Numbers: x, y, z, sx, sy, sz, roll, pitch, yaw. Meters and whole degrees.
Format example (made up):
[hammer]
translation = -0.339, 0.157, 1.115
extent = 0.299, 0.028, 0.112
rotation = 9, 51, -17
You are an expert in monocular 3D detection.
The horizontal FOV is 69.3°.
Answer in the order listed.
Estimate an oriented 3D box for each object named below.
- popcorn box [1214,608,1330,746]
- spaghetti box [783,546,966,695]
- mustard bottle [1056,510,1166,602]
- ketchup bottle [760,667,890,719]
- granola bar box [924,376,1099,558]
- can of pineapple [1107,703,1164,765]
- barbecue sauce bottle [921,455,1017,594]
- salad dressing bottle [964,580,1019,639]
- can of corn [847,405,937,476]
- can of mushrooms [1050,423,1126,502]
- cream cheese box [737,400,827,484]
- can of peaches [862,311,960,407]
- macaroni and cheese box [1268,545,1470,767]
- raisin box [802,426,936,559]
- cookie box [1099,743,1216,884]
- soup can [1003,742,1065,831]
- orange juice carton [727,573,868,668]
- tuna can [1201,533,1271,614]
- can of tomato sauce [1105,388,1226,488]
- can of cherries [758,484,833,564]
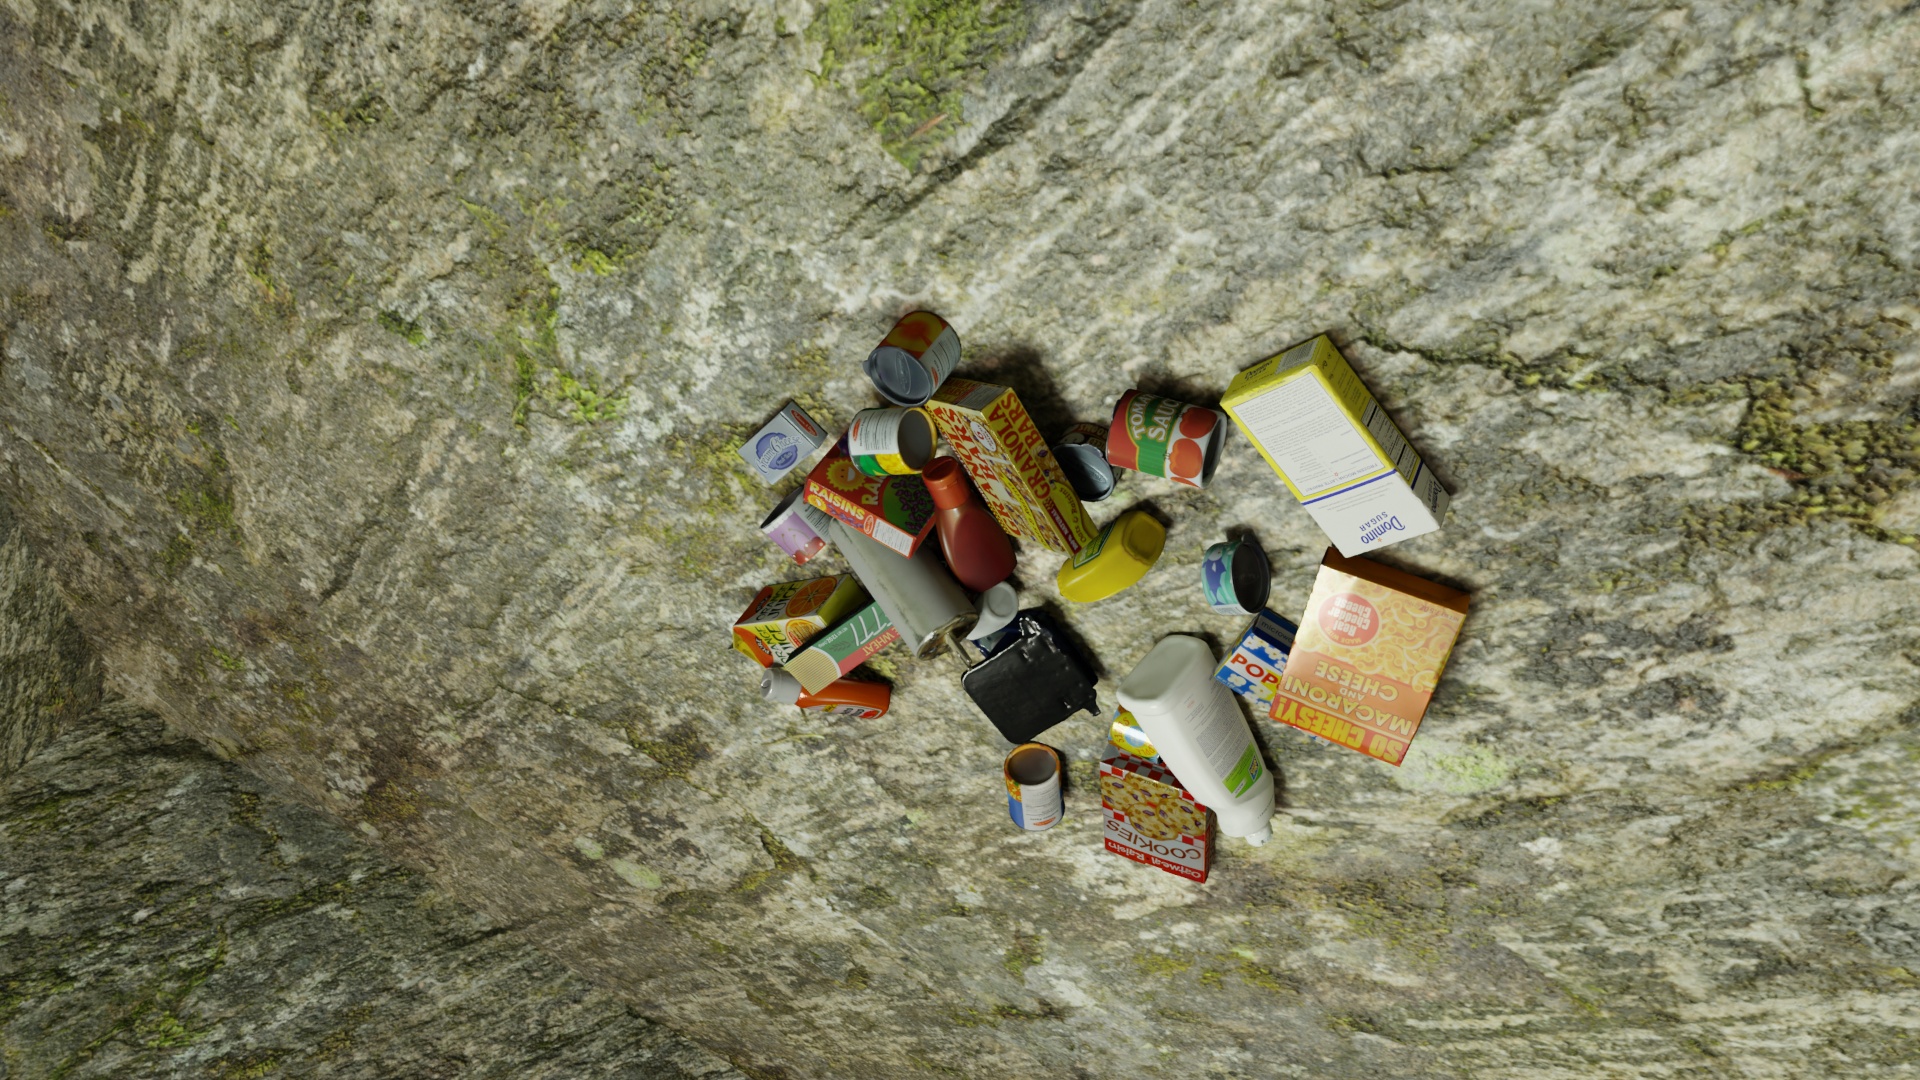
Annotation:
[popcorn box]
translation = 0.312, 0.127, 1.293
extent = 0.127, 0.038, 0.084
rotation = 32, 140, 5
[spaghetti box]
translation = -0.086, 0.085, 1.479
extent = 0.249, 0.029, 0.050
rotation = -35, 106, 27
[mustard bottle]
translation = 0.130, 0.025, 1.303
extent = 0.049, 0.065, 0.159
rotation = 37, 146, -9
[ketchup bottle]
translation = -0.160, 0.179, 1.635
extent = 0.149, 0.043, 0.064
rotation = 13, 158, -28
[granola bar box]
translation = 0.044, -0.069, 1.249
extent = 0.165, 0.039, 0.124
rotation = 56, 164, -25
[can of pineapple]
translation = 0.189, 0.189, 1.424
extent = 0.058, 0.071, 0.070
rotation = 20, 140, 18
[barbecue sauce bottle]
translation = 0.005, -0.017, 1.339
extent = 0.044, 0.065, 0.148
rotation = 45, 165, 48
[salad dressing bottle]
translation = 0.005, 0.079, 1.455
extent = 0.044, 0.064, 0.147
rotation = 40, 150, -15
[can of corn]
translation = -0.062, -0.094, 1.318
extent = 0.058, 0.071, 0.071
rotation = -1, 129, 37
[can of mushrooms]
translation = 0.114, -0.071, 1.237
extent = 0.071, 0.034, 0.070
rotation = 21, 140, 19
[cream cheese box]
translation = -0.185, -0.099, 1.435
extent = 0.053, 0.024, 0.103
rotation = 45, 141, -12
[can of peaches]
translation = -0.043, -0.162, 1.237
extent = 0.071, 0.058, 0.070
rotation = 21, 140, 18
[macaroni and cheese box]
translation = 0.350, 0.101, 1.199
extent = 0.124, 0.040, 0.165
rotation = 21, 123, 16
[raisin box]
translation = -0.080, -0.048, 1.361
extent = 0.123, 0.086, 0.039
rotation = 29, 143, 8
[cookie box]
translation = 0.220, 0.303, 1.544
extent = 0.123, 0.040, 0.166
rotation = 15, 138, 23
[soup can]
translation = 0.085, 0.283, 1.604
extent = 0.071, 0.072, 0.083
rotation = 15, 137, 24
[orange juice carton]
translation = -0.191, 0.097, 1.607
extent = 0.192, 0.072, 0.073
rotation = -9, 124, 42
[tuna can]
translation = 0.242, 0.030, 1.223
extent = 0.033, 0.071, 0.071
rotation = -8, 125, 42
[can of tomato sauce]
translation = 0.171, -0.086, 1.152
extent = 0.083, 0.071, 0.070
rotation = 17, 138, 21
[can of cherries]
translation = -0.171, -0.015, 1.479
extent = 0.058, 0.072, 0.071
rotation = 45, 141, -14
